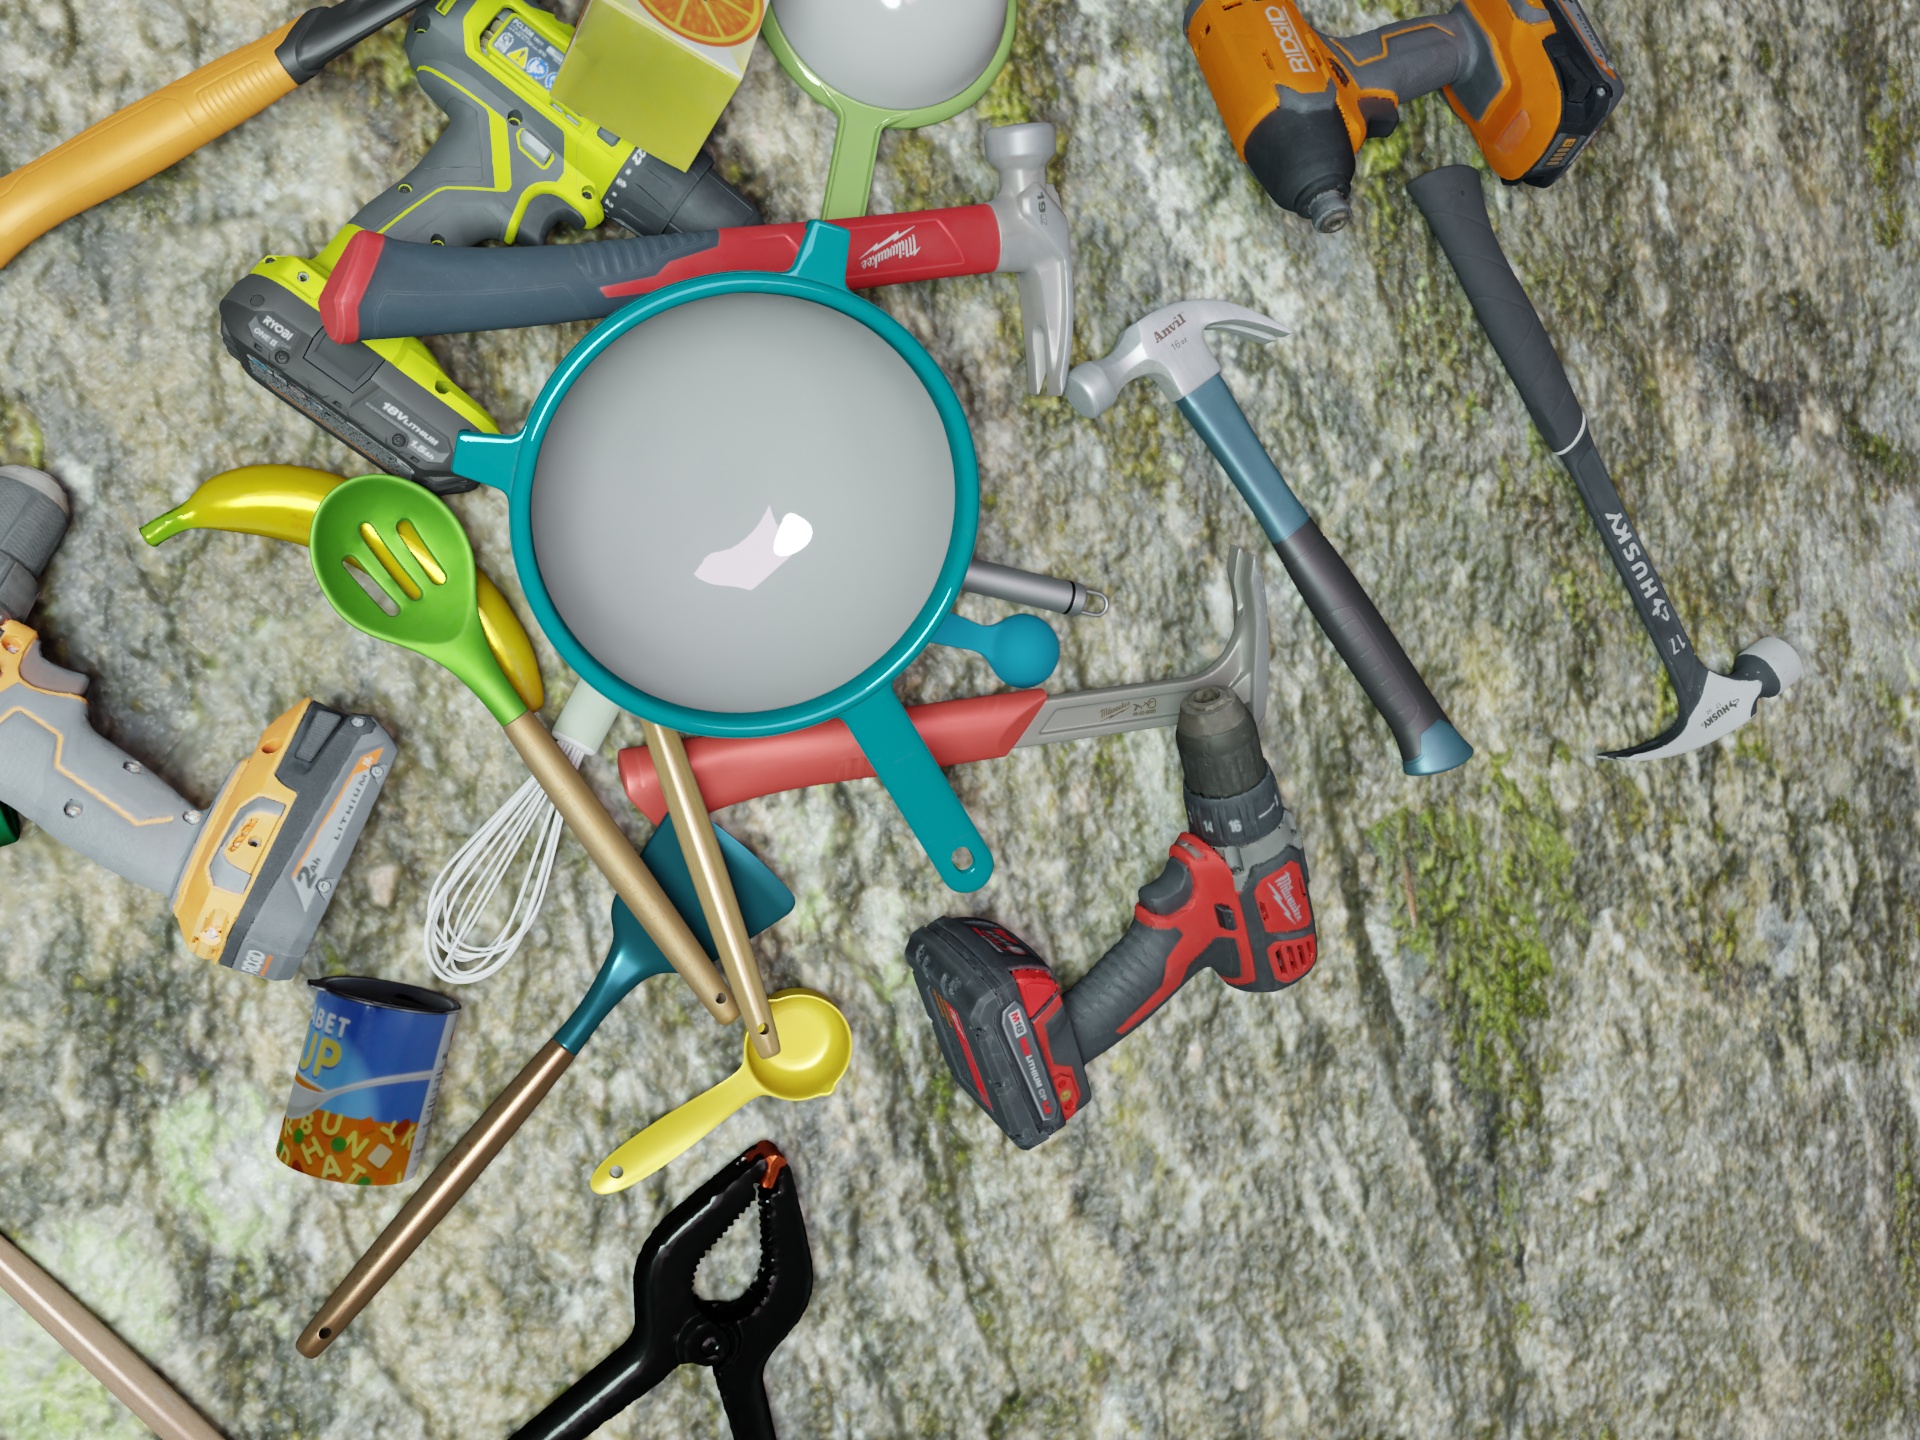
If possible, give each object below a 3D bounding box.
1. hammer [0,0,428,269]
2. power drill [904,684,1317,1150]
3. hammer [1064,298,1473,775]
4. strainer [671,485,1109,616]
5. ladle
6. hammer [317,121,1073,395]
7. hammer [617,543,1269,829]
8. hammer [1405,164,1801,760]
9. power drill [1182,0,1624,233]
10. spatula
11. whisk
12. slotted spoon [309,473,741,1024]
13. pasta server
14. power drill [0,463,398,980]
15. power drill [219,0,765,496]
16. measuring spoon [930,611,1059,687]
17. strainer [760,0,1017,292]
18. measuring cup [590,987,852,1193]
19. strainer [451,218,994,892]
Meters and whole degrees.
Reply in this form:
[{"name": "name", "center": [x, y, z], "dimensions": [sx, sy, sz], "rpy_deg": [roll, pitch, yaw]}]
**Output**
[{"name": "hammer", "center": [-0.312, -0.295, 0.711], "dimensions": [0.337, 0.127, 0.034], "rpy_deg": [-28, 141, 3]}, {"name": "power drill", "center": [0.088, 0.101, 0.852], "dimensions": [0.226, 0.080, 0.187], "rpy_deg": [-28, 120, -18]}, {"name": "hammer", "center": [0.200, -0.100, 0.935], "dimensions": [0.128, 0.033, 0.331], "rpy_deg": [-39, 102, -13]}, {"name": "strainer", "center": [-0.034, -0.085, 0.851], "dimensions": [0.258, 0.050, 0.087], "rpy_deg": [11, 86, -22]}, {"name": "ladle", "center": [-0.145, 0.016, 0.781], "dimensions": [0.069, 0.031, 0.315], "rpy_deg": [-19, 90, -18]}, {"name": "hammer", "center": [-0.106, -0.205, 0.772], "dimensions": [0.386, 0.038, 0.143], "rpy_deg": [-16, 110, -31]}, {"name": "hammer", "center": [-0.001, -0.003, 0.852], "dimensions": [0.359, 0.037, 0.149], "rpy_deg": [-8, 110, -16]}, {"name": "hammer", "center": [0.385, -0.160, 0.996], "dimensions": [0.149, 0.036, 0.409], "rpy_deg": [-34, 100, -14]}, {"name": "power drill", "center": [0.254, -0.352, 0.904], "dimensions": [0.226, 0.084, 0.164], "rpy_deg": [-10, 69, -17]}, {"name": "spatula", "center": [-0.214, 0.184, 0.789], "dimensions": [0.082, 0.044, 0.317], "rpy_deg": [43, 77, -17]}, {"name": "whisk", "center": [-0.198, 0.019, 0.799], "dimensions": [0.059, 0.058, 0.246], "rpy_deg": [40, 72, -50]}, {"name": "slotted spoon", "center": [-0.199, 0.021, 0.761], "dimensions": [0.070, 0.031, 0.313], "rpy_deg": [-38, 102, -22]}, {"name": "pasta server", "center": [-0.353, 0.349, 0.757], "dimensions": [0.060, 0.040, 0.316], "rpy_deg": [-44, 99, -13]}, {"name": "power drill", "center": [-0.374, -0.001, 0.707], "dimensions": [0.226, 0.084, 0.185], "rpy_deg": [25, 58, -18]}, {"name": "power drill", "center": [-0.221, -0.224, 0.771], "dimensions": [0.190, 0.080, 0.228], "rpy_deg": [36, 77, -15]}, {"name": "measuring spoon", "center": [-0.001, -0.050, 0.872], "dimensions": [0.128, 0.021, 0.042], "rpy_deg": [15, 86, -20]}, {"name": "strainer", "center": [-0.041, -0.345, 0.832], "dimensions": [0.151, 0.069, 0.256], "rpy_deg": [12, 85, -18]}, {"name": "measuring cup", "center": [-0.127, 0.196, 0.836], "dimensions": [0.156, 0.029, 0.062], "rpy_deg": [-34, 101, -3]}, {"name": "strainer", "center": [-0.076, -0.057, 0.771], "dimensions": [0.211, 0.095, 0.340], "rpy_deg": [-33, 120, -5]}]
